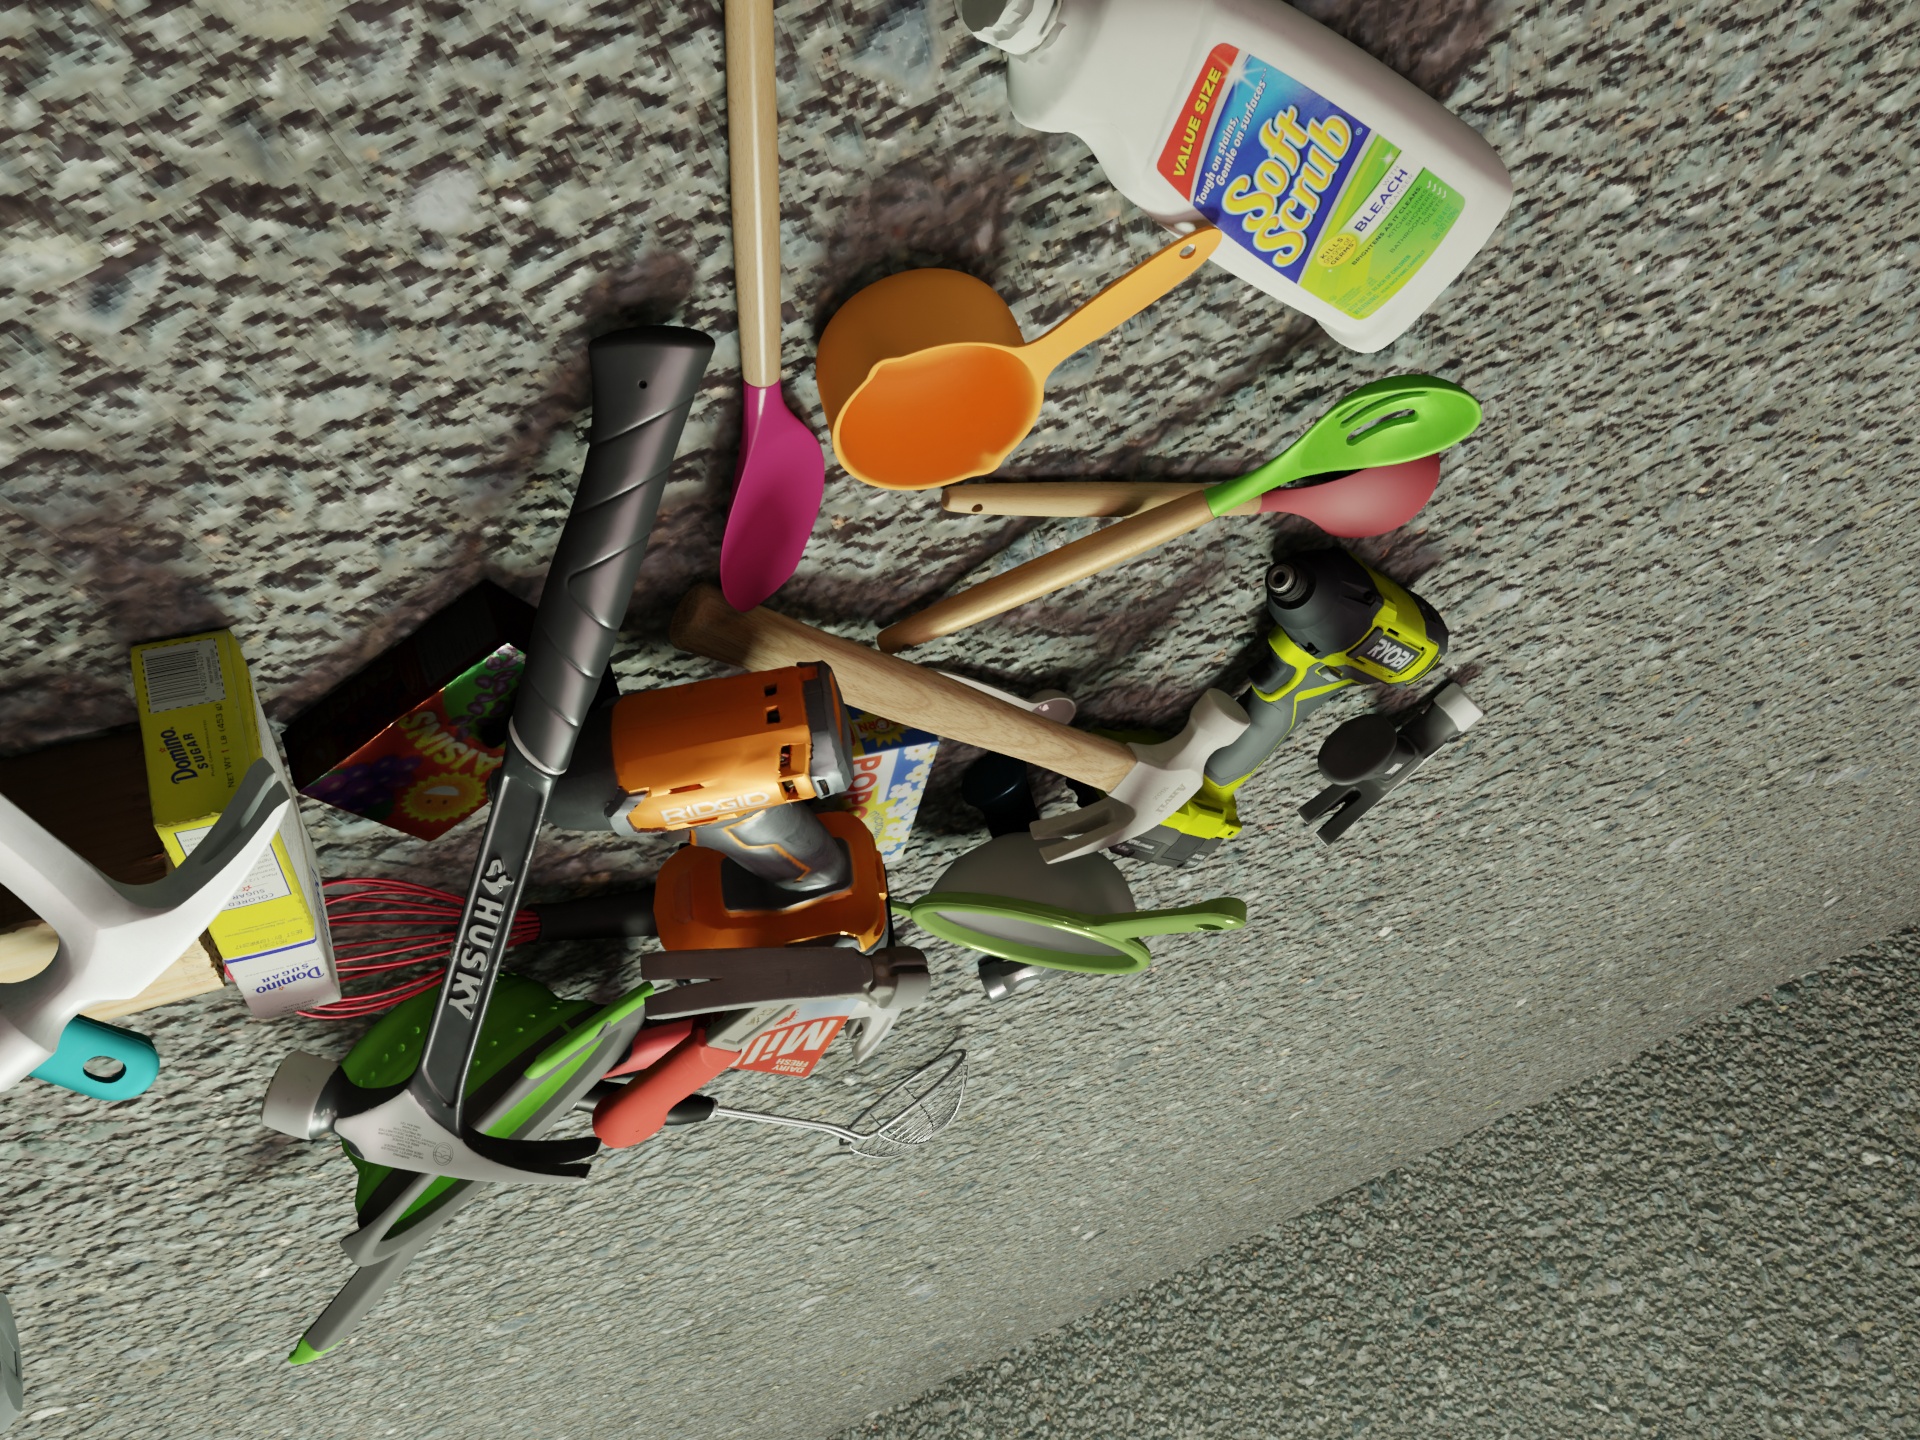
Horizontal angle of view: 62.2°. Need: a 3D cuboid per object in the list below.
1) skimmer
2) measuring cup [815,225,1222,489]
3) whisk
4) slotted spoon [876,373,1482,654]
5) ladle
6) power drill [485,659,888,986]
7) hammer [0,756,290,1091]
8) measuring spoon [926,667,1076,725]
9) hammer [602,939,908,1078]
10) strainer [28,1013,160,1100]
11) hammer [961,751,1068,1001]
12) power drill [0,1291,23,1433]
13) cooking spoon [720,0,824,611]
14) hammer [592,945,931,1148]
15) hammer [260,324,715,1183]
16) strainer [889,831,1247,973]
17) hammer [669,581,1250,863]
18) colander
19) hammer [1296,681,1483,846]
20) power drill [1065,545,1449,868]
[{"bbox_3d":[-0.145,0.280,1.233,0.363,0.090,0.127,19,140,-37],"label":"skimmer"},{"bbox_3d":[0.019,-0.161,0.633,0.173,0.052,0.095,-30,150,18],"label":"measuring cup"},{"bbox_3d":[-0.254,0.114,0.876,0.295,0.073,0.073,0,142,-46],"label":"whisk"},{"bbox_3d":[0.097,-0.097,0.781,0.314,0.031,0.070,-23,154,16],"label":"slotted spoon"},{"bbox_3d":[0.131,-0.116,0.824,0.315,0.031,0.069,-5,145,-28],"label":"ladle"},{"bbox_3d":[-0.123,0.057,0.783,0.164,0.084,0.226,-10,149,0],"label":"power drill"},{"bbox_3d":[-0.362,-0.045,0.455,0.144,0.035,0.405,-41,135,-14],"label":"hammer"},{"bbox_3d":[0.016,-0.017,0.909,0.124,0.018,0.034,15,130,-39],"label":"measuring spoon"},{"bbox_3d":[-0.223,0.234,1.098,0.386,0.038,0.143,-9,148,-26],"label":"hammer"},{"bbox_3d":[-0.436,0.047,0.546,0.211,0.095,0.340,-51,135,-2],"label":"strainer"},{"bbox_3d":[0.049,0.110,1.106,0.128,0.033,0.330,-23,150,-1],"label":"hammer"},{"bbox_3d":[-0.514,0.218,0.670,0.190,0.229,0.080,-10,146,-24],"label":"power drill"},{"bbox_3d":[-0.078,-0.154,0.614,0.069,0.017,0.318,-45,159,-30],"label":"cooking spoon"},{"bbox_3d":[-0.158,0.194,0.910,0.149,0.037,0.359,2,155,-29],"label":"hammer"},{"bbox_3d":[-0.177,0.030,0.666,0.149,0.036,0.408,20,111,-6],"label":"hammer"},{"bbox_3d":[0.078,0.098,0.943,0.151,0.069,0.256,23,158,-29],"label":"strainer"},{"bbox_3d":[-0.001,-0.003,0.831,0.331,0.031,0.130,19,121,-34],"label":"hammer"},{"bbox_3d":[-0.335,0.259,0.949,0.397,0.094,0.204,-48,172,28],"label":"colander"},{"bbox_3d":[0.262,0.027,1.014,0.146,0.035,0.334,-43,165,14],"label":"hammer"},{"bbox_3d":[0.173,-0.011,0.971,0.223,0.080,0.171,-44,145,23],"label":"power drill"}]
